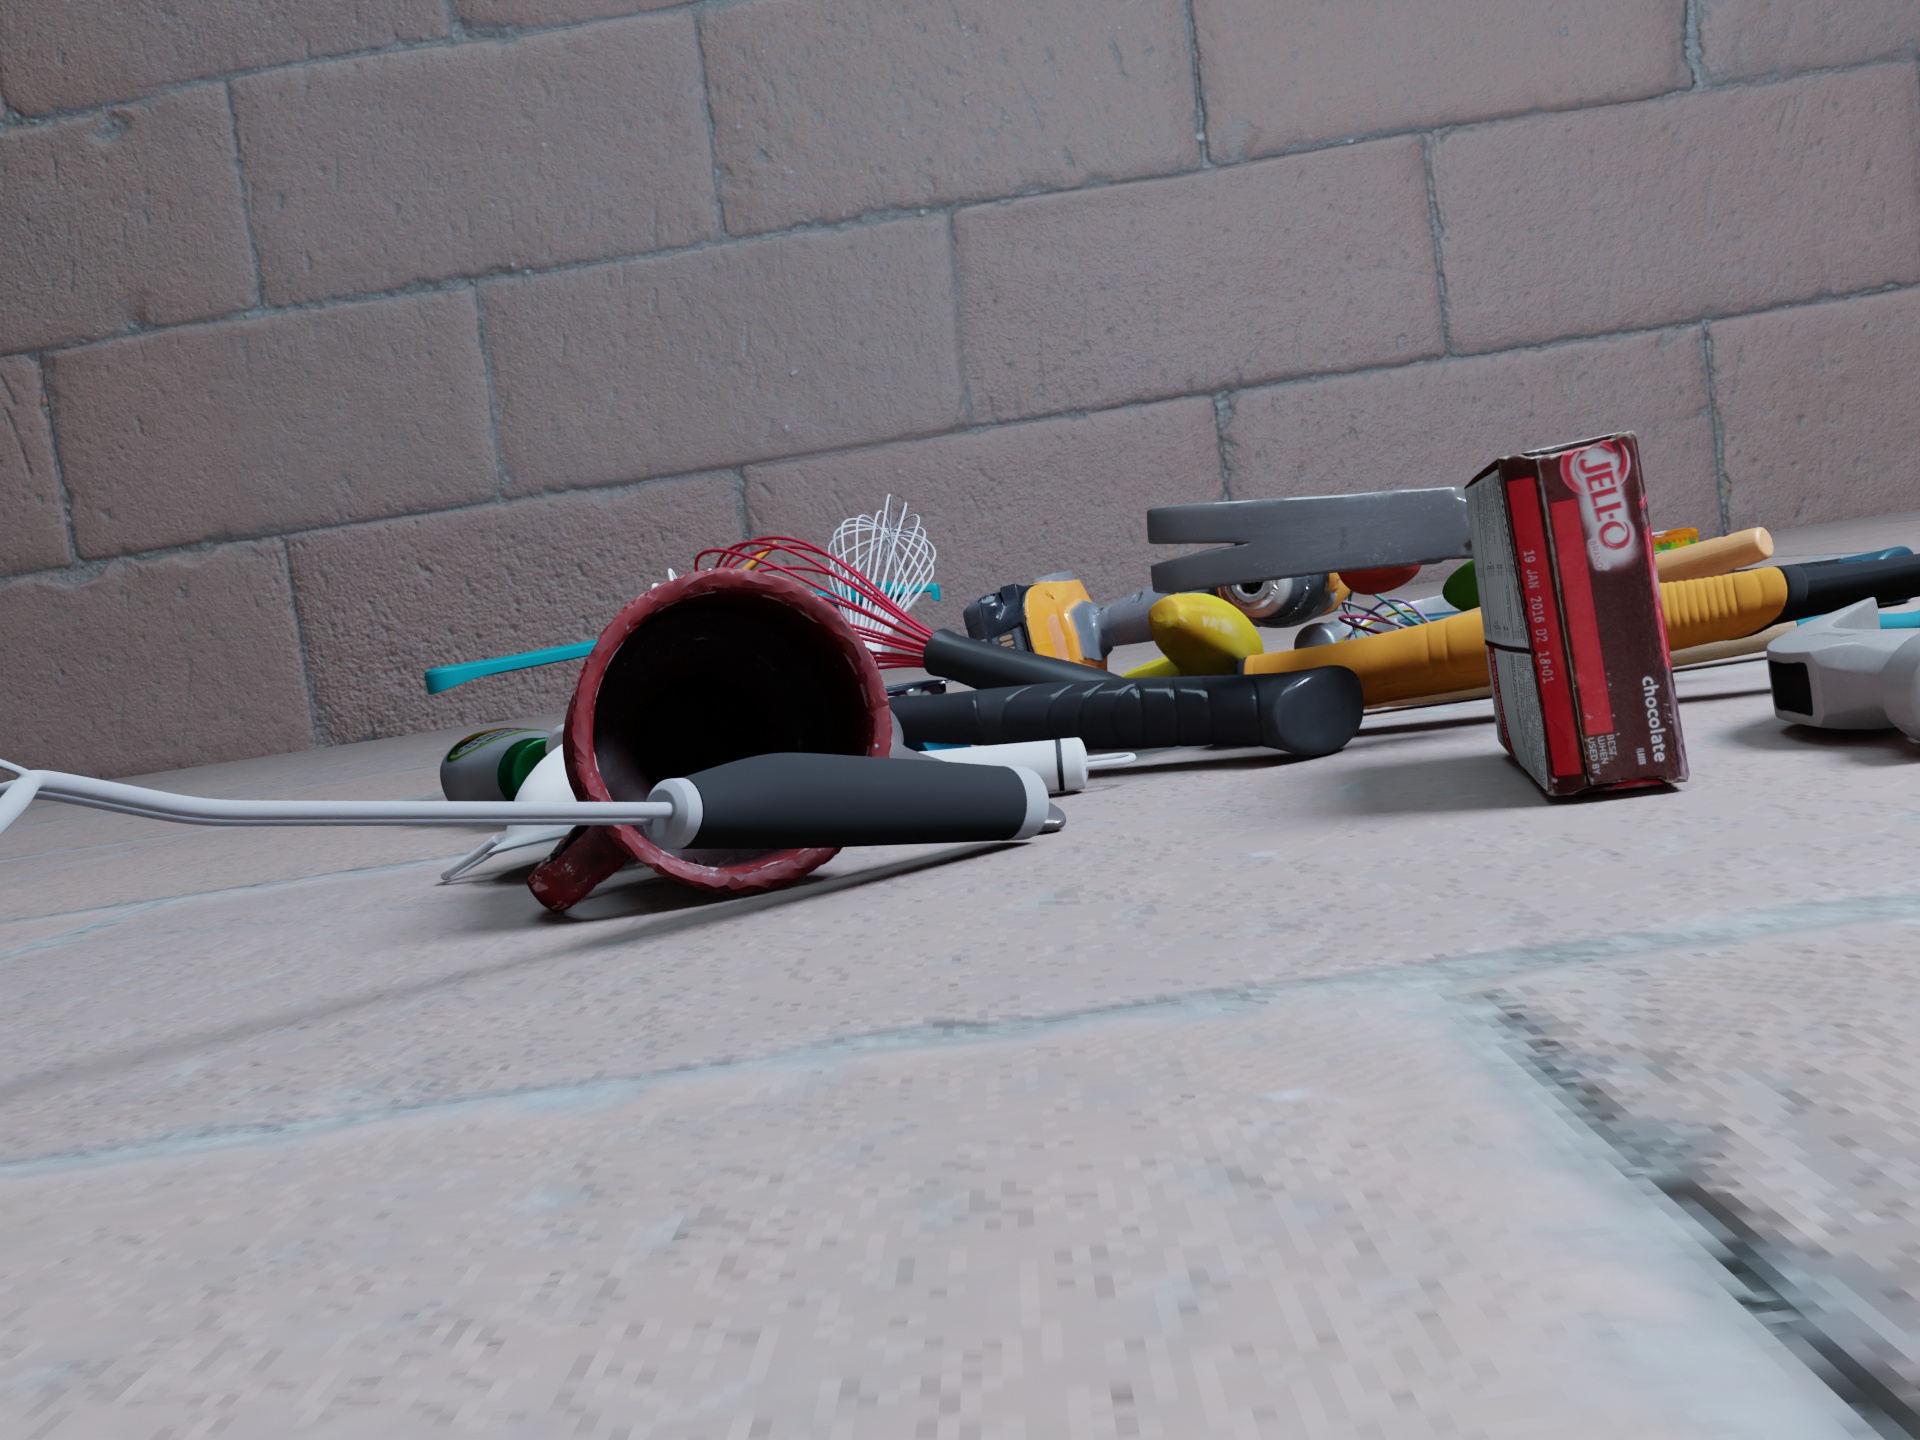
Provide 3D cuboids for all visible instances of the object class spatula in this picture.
[{"bbox_3d":[0.325,-0.046,0.680,0.317,0.044,0.082,-9,-3,5],"label":"spatula"},{"bbox_3d":[0.210,-0.044,0.733,0.081,0.041,0.322,-11,-5,-39],"label":"spatula"}]

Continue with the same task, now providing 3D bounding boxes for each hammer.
[{"bbox_3d":[0.257,-0.039,0.565,0.337,0.034,0.127,-11,-21,28],"label":"hammer"},{"bbox_3d":[0.376,-0.066,0.945,0.331,0.033,0.128,-5,6,38],"label":"hammer"},{"bbox_3d":[0.177,-0.076,0.720,0.149,0.037,0.359,-4,3,13],"label":"hammer"},{"bbox_3d":[-0.001,-0.002,0.660,0.335,0.035,0.146,-2,12,31],"label":"hammer"},{"bbox_3d":[0.395,-0.033,0.439,0.331,0.031,0.130,-8,4,3],"label":"hammer"}]

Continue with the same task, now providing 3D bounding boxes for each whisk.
[{"bbox_3d":[-0.054,-0.051,0.908,0.070,0.070,0.285,-8,30,8],"label":"whisk"},{"bbox_3d":[0.251,-0.044,0.846,0.047,0.051,0.245,-3,6,-5],"label":"whisk"},{"bbox_3d":[-0.111,-0.026,0.649,0.059,0.057,0.246,-34,14,1],"label":"whisk"},{"bbox_3d":[-0.025,-0.038,0.776,0.296,0.073,0.073,19,20,35],"label":"whisk"}]

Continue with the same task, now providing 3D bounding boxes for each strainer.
[{"bbox_3d":[-0.065,0.023,0.582,0.258,0.050,0.087,-5,1,3],"label":"strainer"},{"bbox_3d":[-0.181,-0.019,1.046,0.340,0.095,0.211,-14,5,-41],"label":"strainer"}]

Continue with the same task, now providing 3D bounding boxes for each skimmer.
[{"bbox_3d":[-0.119,0.051,0.359,0.363,0.090,0.127,1,-6,-40],"label":"skimmer"}]

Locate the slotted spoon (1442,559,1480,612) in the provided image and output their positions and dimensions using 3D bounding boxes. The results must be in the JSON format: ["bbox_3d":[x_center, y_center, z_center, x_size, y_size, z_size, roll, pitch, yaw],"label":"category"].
[{"bbox_3d":[0.355,-0.088,0.887,0.070,0.031,0.313,-30,-11,40],"label":"slotted spoon"}]

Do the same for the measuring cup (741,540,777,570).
[{"bbox_3d":[-0.143,-0.031,0.888,0.174,0.052,0.095,-49,13,-29],"label":"measuring cup"}]

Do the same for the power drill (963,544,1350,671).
[{"bbox_3d":[0.118,-0.065,0.959,0.226,0.084,0.185,-15,1,23],"label":"power drill"}]

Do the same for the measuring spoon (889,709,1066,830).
[{"bbox_3d":[-0.009,0.011,0.529,0.034,0.018,0.124,-17,25,-36],"label":"measuring spoon"}]

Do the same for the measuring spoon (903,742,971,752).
[{"bbox_3d":[-0.011,0.014,0.787,0.042,0.021,0.129,-10,13,-8],"label":"measuring spoon"}]
